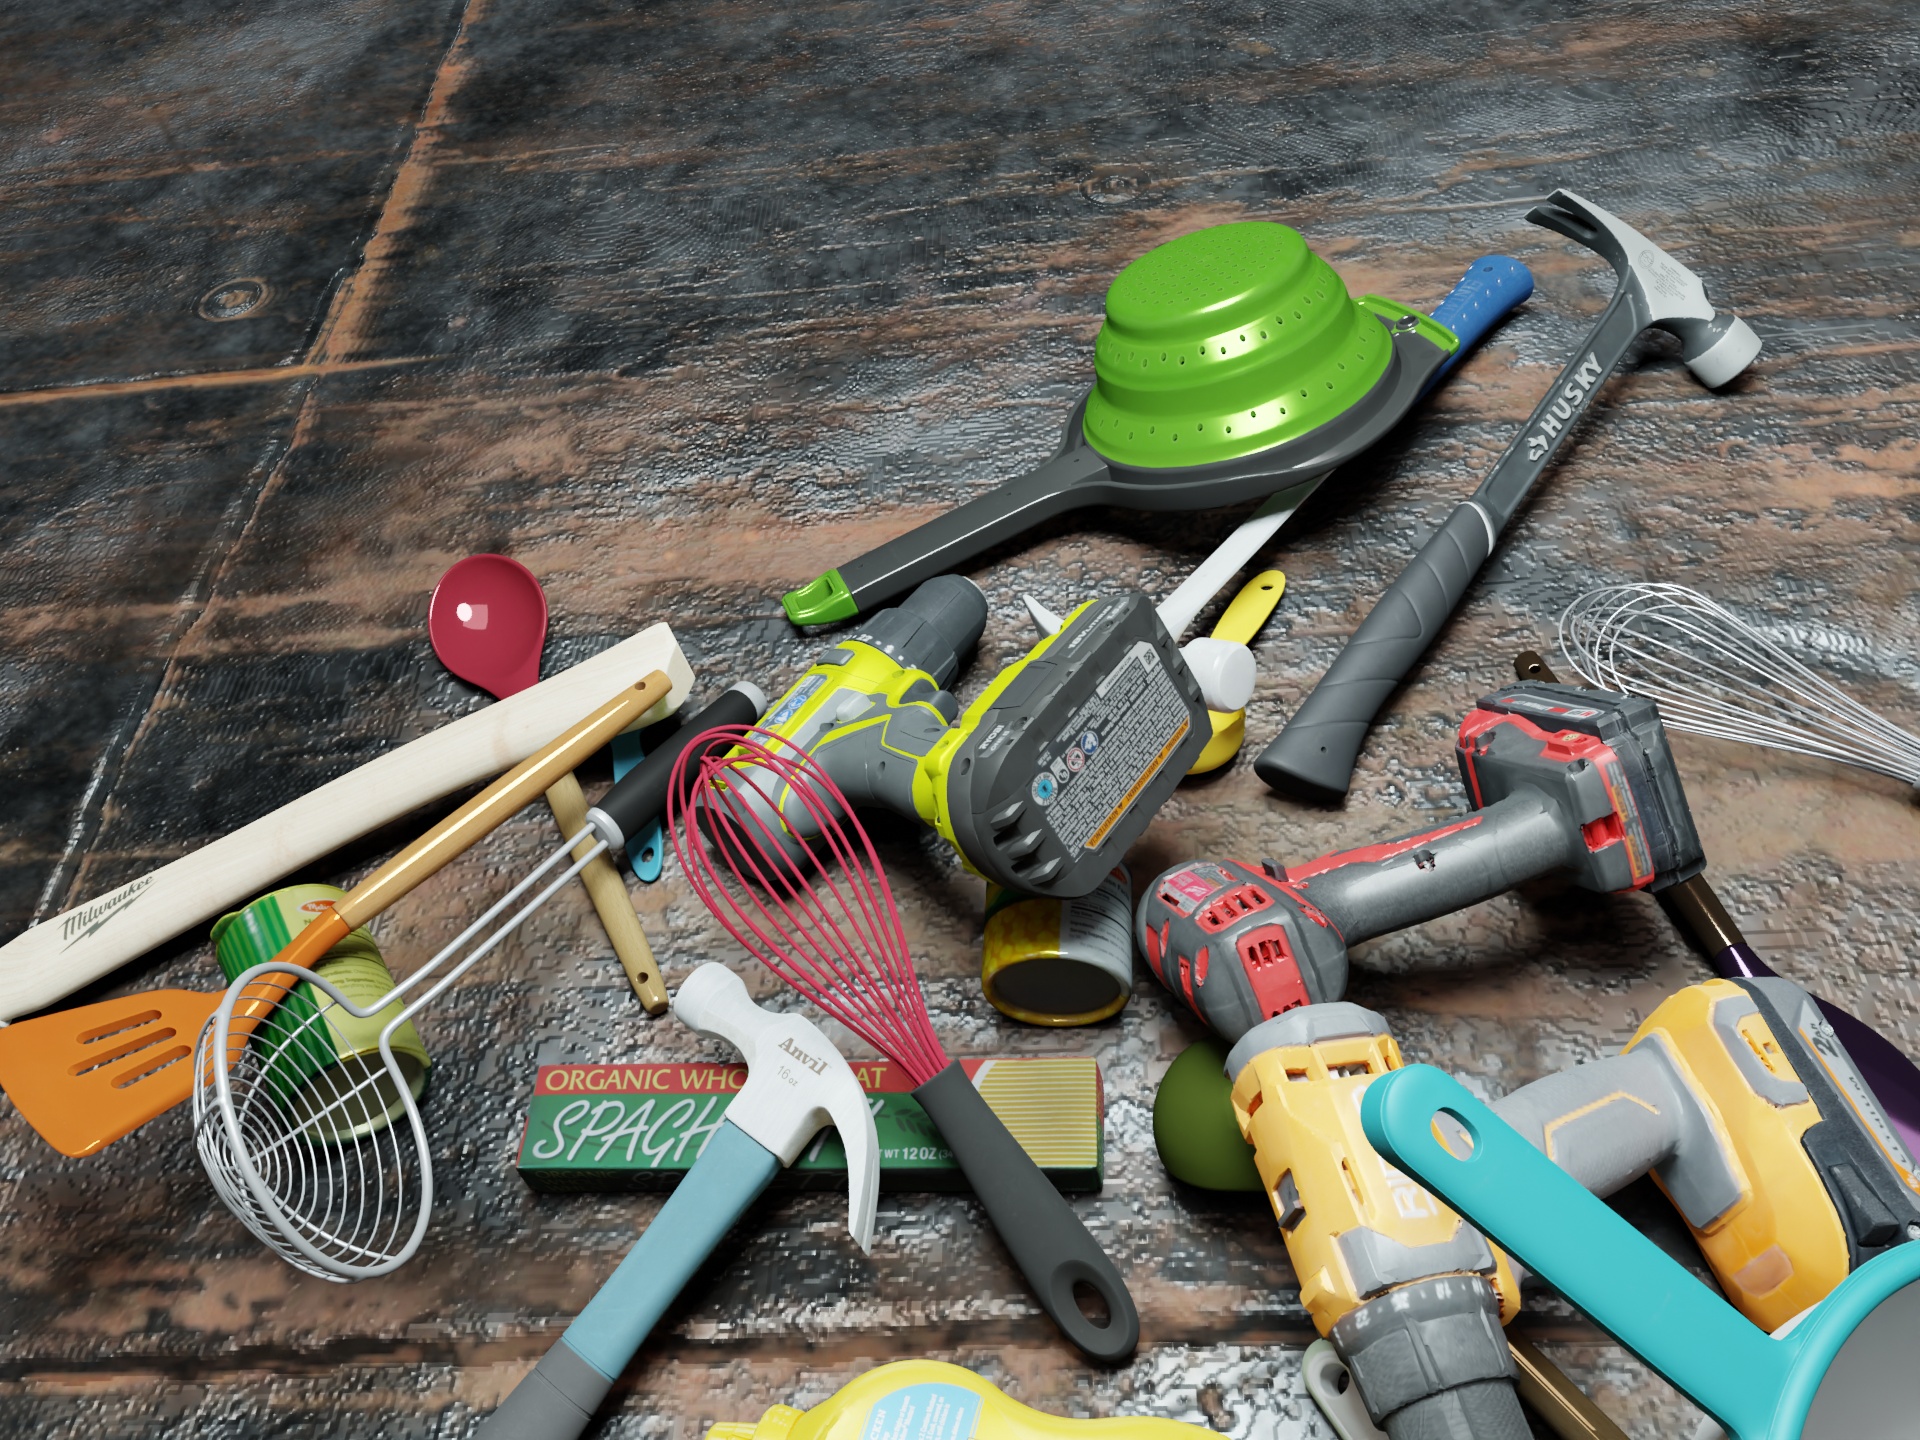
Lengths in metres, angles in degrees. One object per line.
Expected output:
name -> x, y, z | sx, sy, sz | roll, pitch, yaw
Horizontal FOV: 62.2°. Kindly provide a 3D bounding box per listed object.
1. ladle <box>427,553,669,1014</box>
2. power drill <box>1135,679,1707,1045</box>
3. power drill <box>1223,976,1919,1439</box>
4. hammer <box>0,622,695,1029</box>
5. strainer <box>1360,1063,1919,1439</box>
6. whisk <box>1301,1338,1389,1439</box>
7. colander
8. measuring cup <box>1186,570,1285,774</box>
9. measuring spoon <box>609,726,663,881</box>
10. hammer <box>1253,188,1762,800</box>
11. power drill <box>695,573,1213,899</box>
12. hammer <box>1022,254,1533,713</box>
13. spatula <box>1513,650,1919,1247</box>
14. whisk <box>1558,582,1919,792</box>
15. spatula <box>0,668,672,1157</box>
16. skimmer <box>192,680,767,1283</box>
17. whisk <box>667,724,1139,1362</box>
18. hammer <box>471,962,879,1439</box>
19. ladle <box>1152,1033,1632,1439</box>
ladle -> -0.210, 0.025, 0.823 | 0.069, 0.031, 0.316 | -33, 55, -1
power drill -> 0.181, 0.061, 0.674 | 0.219, 0.078, 0.143 | -23, 9, -7
power drill -> 0.222, 0.181, 0.555 | 0.226, 0.084, 0.186 | -3, 49, -16
hammer -> -0.330, 0.048, 0.797 | 0.410, 0.038, 0.146 | -27, 51, -7
strainer -> 0.232, 0.219, 0.454 | 0.340, 0.095, 0.211 | 39, 62, 0
whisk -> 0.191, 0.308, 0.518 | 0.058, 0.059, 0.247 | -45, 49, 8
colander -> 0.071, -0.172, 0.867 | 0.397, 0.094, 0.205 | -27, 34, -4
measuring cup -> 0.135, -0.026, 0.815 | 0.062, 0.029, 0.156 | 12, 42, 28
measuring spoon -> -0.166, 0.029, 0.822 | 0.042, 0.021, 0.129 | -23, 59, 11
hammer -> 0.273, -0.116, 0.823 | 0.149, 0.036, 0.409 | 42, 69, -5
power drill -> -0.001, -0.002, 0.733 | 0.229, 0.080, 0.190 | 3, 44, 51
hammer -> 0.196, -0.145, 0.873 | 0.144, 0.035, 0.405 | 14, 48, 44
spatula -> 0.322, 0.079, 0.690 | 0.060, 0.018, 0.316 | -26, 47, 7
whisk -> 0.409, 0.010, 0.719 | 0.285, 0.070, 0.070 | 28, 61, 23
spatula -> -0.256, 0.068, 0.703 | 0.081, 0.041, 0.322 | 34, 60, 29
skimmer -> -0.178, 0.082, 0.697 | 0.090, 0.127, 0.363 | -10, 26, 41
whisk -> -0.022, 0.125, 0.632 | 0.073, 0.073, 0.296 | -33, 81, -17
hammer -> -0.151, 0.253, 0.602 | 0.128, 0.033, 0.331 | 29, 68, 24
ladle -> 0.196, 0.234, 0.586 | 0.078, 0.062, 0.320 | -32, 60, -26
